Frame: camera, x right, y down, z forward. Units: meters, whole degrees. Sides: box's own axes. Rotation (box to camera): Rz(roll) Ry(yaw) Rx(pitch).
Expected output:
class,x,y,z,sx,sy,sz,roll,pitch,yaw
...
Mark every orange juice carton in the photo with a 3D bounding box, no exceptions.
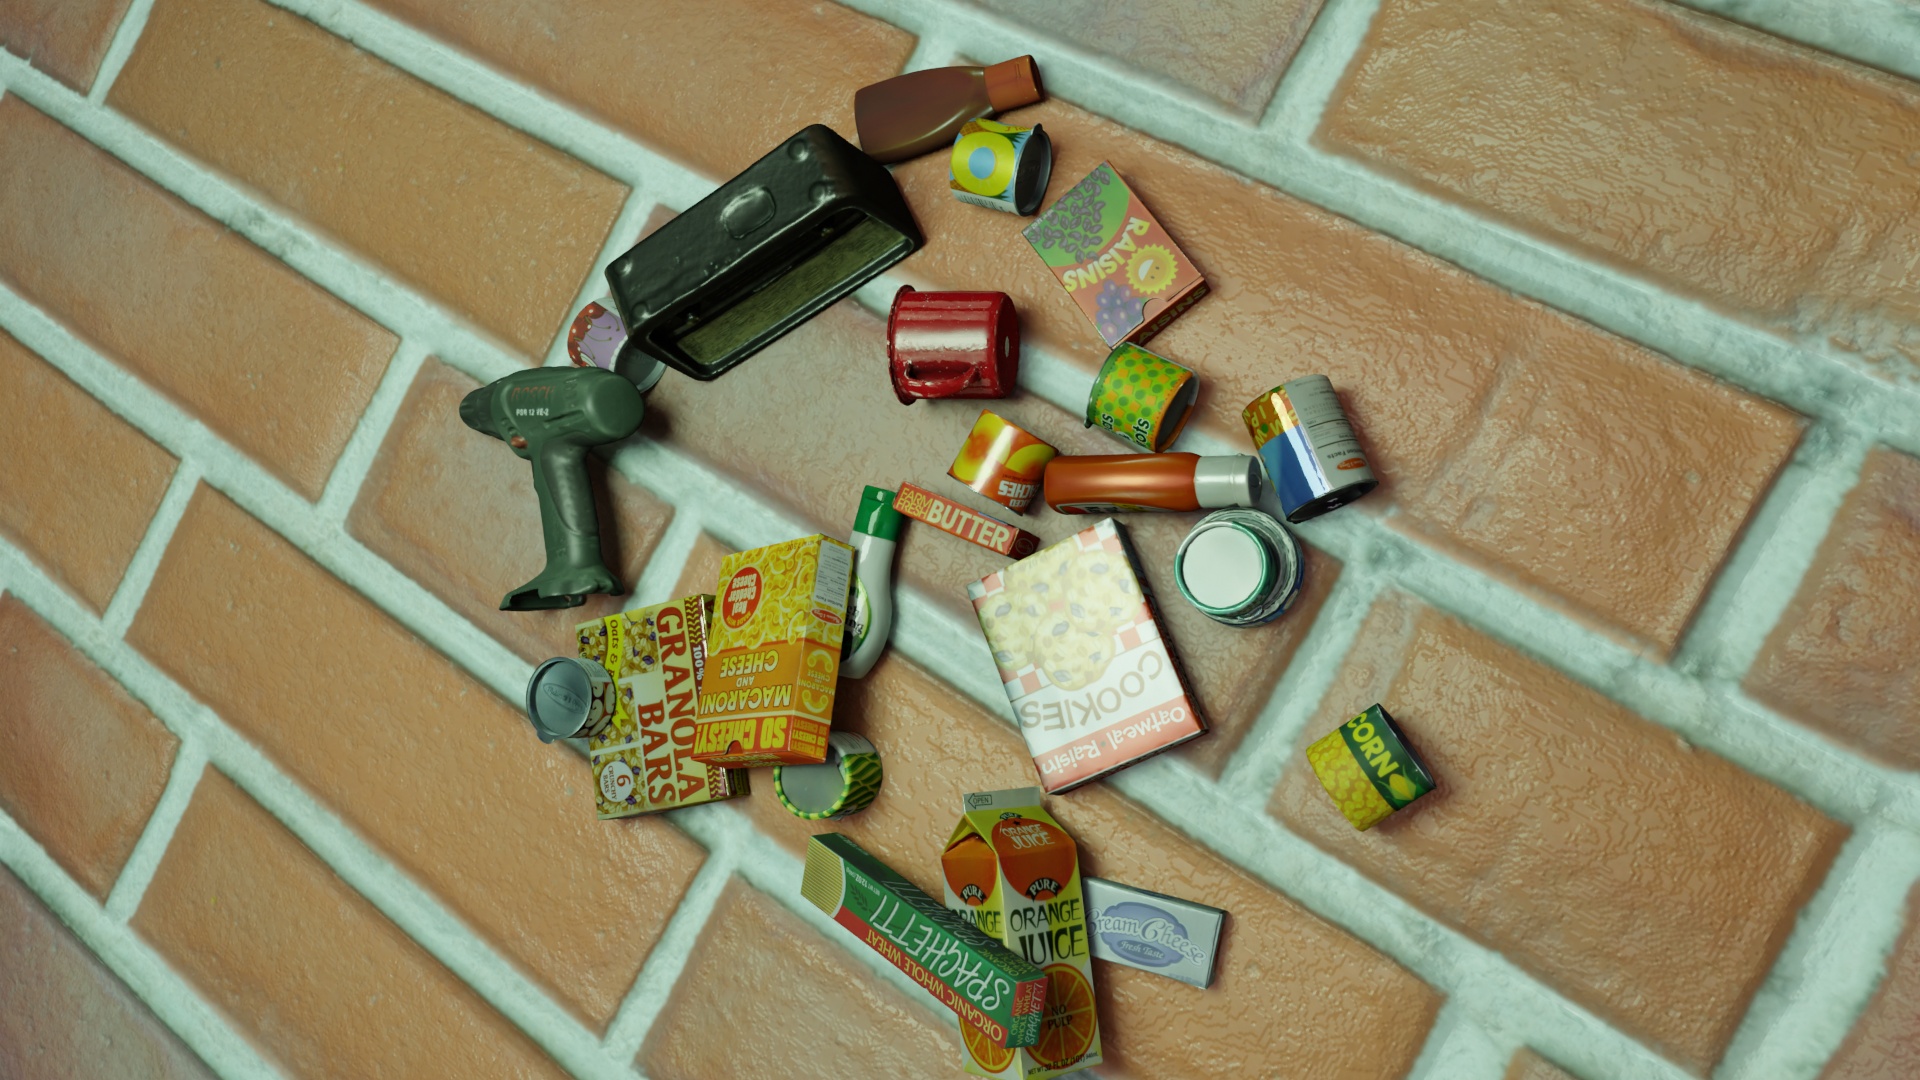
class,x,y,z,sx,sy,sz,roll,pitch,yaw
orange juice carton,0.040,0.272,0.977,0.073,0.072,0.193,-19,74,53

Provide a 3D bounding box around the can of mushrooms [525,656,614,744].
class,x,y,z,sx,sy,sz,roll,pitch,yaw
can of mushrooms,-0.316,0.130,1.123,0.071,0.033,0.071,-3,83,23

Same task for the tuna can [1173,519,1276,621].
class,x,y,z,sx,sy,sz,roll,pitch,yaw
tuna can,0.182,0.022,0.953,0.071,0.033,0.071,-3,82,21

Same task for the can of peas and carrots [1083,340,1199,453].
class,x,y,z,sx,sy,sz,roll,pitch,yaw
can of peas and carrots,0.132,-0.102,1.008,0.059,0.071,0.071,27,93,21

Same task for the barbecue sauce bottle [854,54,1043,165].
class,x,y,z,sx,sy,sz,roll,pitch,yaw
barbecue sauce bottle,-0.009,-0.348,1.107,0.148,0.043,0.065,-11,79,18

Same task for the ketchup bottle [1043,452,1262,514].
class,x,y,z,sx,sy,sz,roll,pitch,yaw
ketchup bottle,0.138,-0.041,0.989,0.149,0.065,0.043,-1,87,29

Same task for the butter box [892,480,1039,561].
class,x,y,z,sx,sy,sz,roll,pitch,yaw
butter box,0.004,-0.013,1.052,0.103,0.053,0.024,23,90,22

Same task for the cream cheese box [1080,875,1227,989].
class,x,y,z,sx,sy,sz,roll,pitch,yaw
cream cheese box,0.131,0.275,0.981,0.104,0.024,0.053,10,86,22

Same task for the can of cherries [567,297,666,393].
class,x,y,z,sx,sy,sz,roll,pitch,yaw
can of cherries,-0.290,-0.162,1.175,0.058,0.071,0.071,31,95,22

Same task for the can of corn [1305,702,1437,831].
class,x,y,z,sx,sy,sz,roll,pitch,yaw
can of corn,0.270,0.150,0.920,0.058,0.071,0.071,-36,72,14

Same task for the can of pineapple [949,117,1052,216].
class,x,y,z,sx,sy,sz,roll,pitch,yaw
can of pineapple,0.032,-0.290,1.071,0.058,0.071,0.071,18,90,22

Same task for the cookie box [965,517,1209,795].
class,x,y,z,sx,sy,sz,roll,pitch,yaw
cookie box,0.092,0.086,1.013,0.123,0.040,0.168,-26,74,16

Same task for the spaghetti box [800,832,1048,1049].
class,x,y,z,sx,sy,sz,roll,pitch,yaw
spaghetti box,-0.033,0.275,0.979,0.250,0.029,0.050,19,102,49

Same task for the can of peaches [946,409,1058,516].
class,x,y,z,sx,sy,sz,roll,pitch,yaw
can of peaches,0.034,-0.058,1.039,0.071,0.071,0.058,31,94,21

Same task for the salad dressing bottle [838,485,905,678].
class,x,y,z,sx,sy,sz,roll,pitch,yaw
salad dressing bottle,-0.077,0.032,1.082,0.064,0.044,0.147,15,88,27

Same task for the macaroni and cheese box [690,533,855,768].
class,x,y,z,sx,sy,sz,roll,pitch,yaw
macaroni and cheese box,-0.145,0.086,1.060,0.123,0.040,0.167,-13,63,43

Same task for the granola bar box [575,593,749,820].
class,x,y,z,sx,sy,sz,roll,pitch,yaw
granola bar box,-0.245,0.136,1.133,0.124,0.039,0.166,-14,78,19

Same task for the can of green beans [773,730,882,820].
class,x,y,z,sx,sy,sz,roll,pitch,yaw
can of green beans,-0.101,0.179,1.064,0.071,0.058,0.071,-3,82,21

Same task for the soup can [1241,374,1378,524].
class,x,y,z,sx,sy,sz,roll,pitch,yaw
soup can,0.240,-0.063,0.964,0.071,0.071,0.084,-25,74,16

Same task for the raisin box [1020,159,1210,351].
class,x,y,z,sx,sy,sz,roll,pitch,yaw
raisin box,0.117,-0.210,1.043,0.086,0.040,0.123,-38,73,11
